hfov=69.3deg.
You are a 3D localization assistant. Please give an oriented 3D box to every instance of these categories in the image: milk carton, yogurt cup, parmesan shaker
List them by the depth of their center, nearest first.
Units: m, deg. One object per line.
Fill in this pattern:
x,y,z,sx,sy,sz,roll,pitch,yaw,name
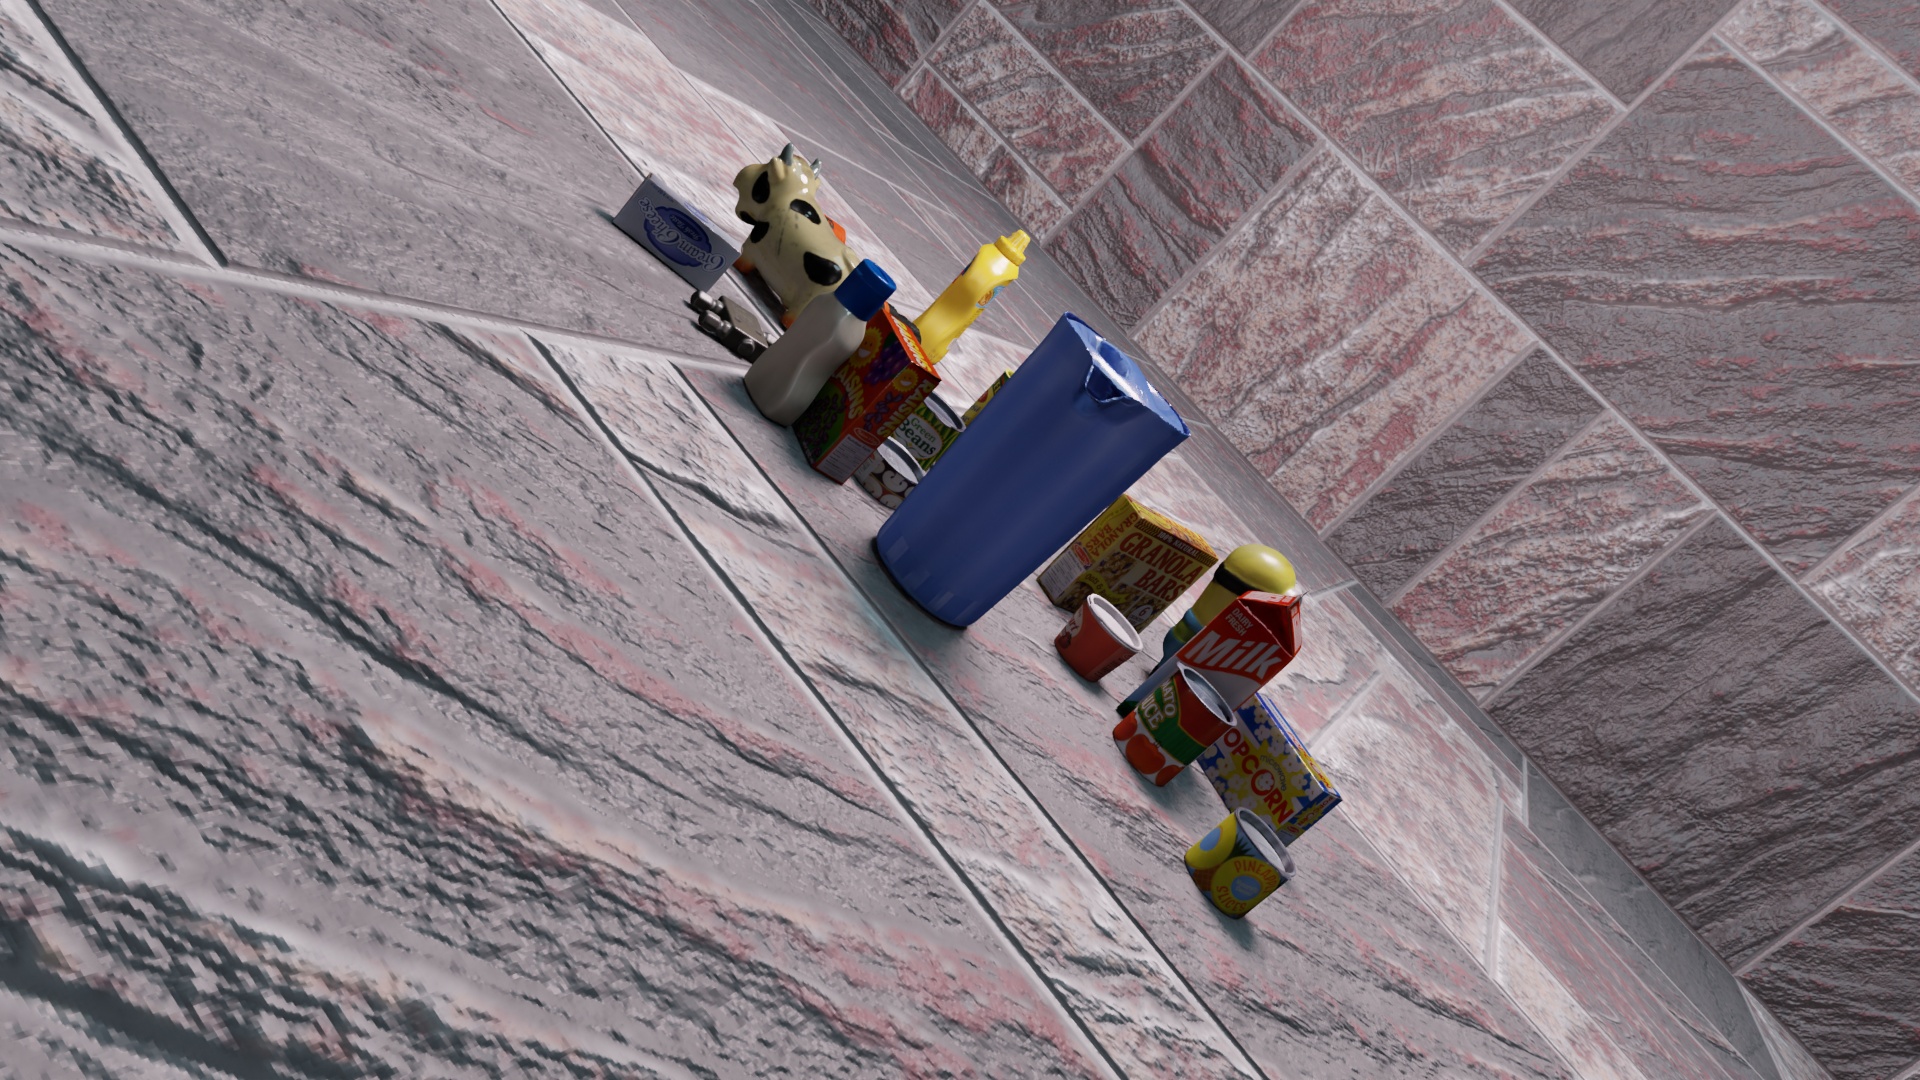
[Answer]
0.237,0.109,1.238,0.073,0.190,0.072,48,16,11,milk carton
0.122,0.090,1.251,0.072,0.054,0.073,40,17,-15,yogurt cup
0.037,-0.122,1.470,0.071,0.103,0.071,41,17,-15,parmesan shaker

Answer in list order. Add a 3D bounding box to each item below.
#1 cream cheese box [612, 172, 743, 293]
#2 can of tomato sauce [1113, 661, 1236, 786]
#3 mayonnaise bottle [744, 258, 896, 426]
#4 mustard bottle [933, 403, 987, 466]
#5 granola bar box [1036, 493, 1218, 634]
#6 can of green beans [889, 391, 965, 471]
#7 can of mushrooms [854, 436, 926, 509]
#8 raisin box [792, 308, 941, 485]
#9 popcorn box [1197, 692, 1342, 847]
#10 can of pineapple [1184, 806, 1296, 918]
-0.250,-0.271,1.231,0.103,0.053,0.024,37,18,-24,cream cheese box
0.180,0.156,1.178,0.071,0.083,0.071,41,17,-15,can of tomato sauce
-0.113,-0.164,1.135,0.041,0.147,0.065,27,24,-47,mayonnaise bottle
0.045,-0.109,1.359,0.065,0.160,0.049,52,17,23,mustard bottle
0.169,0.028,1.390,0.165,0.124,0.039,24,26,-51,granola bar box
-0.038,-0.109,1.339,0.071,0.057,0.071,41,17,-15,can of green beans
-0.062,-0.059,1.208,0.071,0.033,0.071,40,17,-15,can of mushrooms
-0.081,-0.118,1.145,0.040,0.123,0.086,31,21,-40,raisin box
0.277,0.212,1.274,0.038,0.085,0.127,29,23,-44,popcorn box
0.218,0.252,1.083,0.071,0.057,0.071,41,17,-15,can of pineapple
